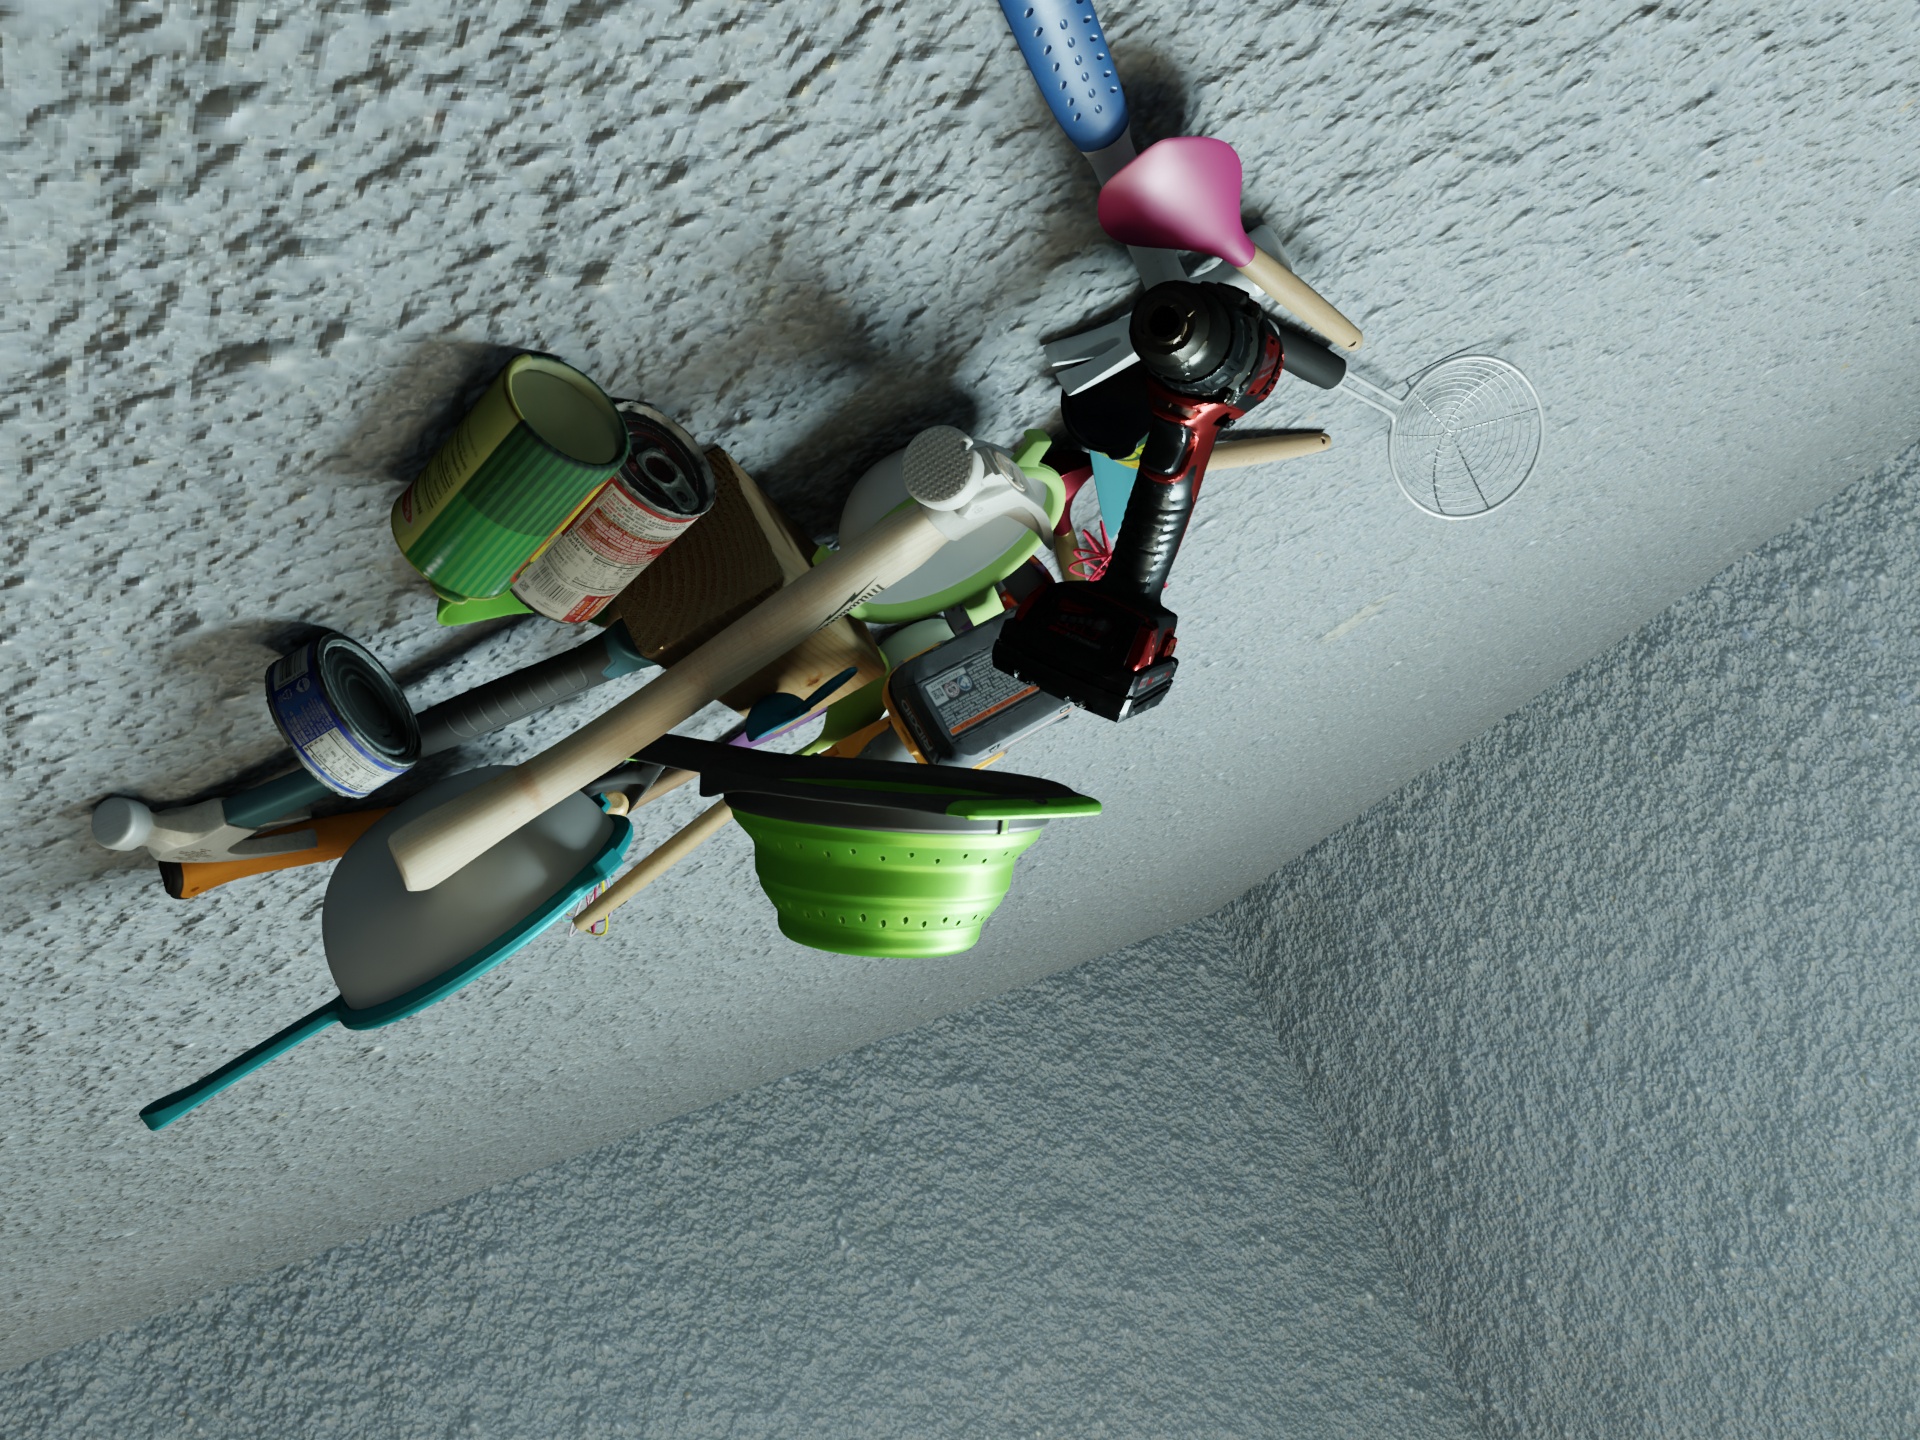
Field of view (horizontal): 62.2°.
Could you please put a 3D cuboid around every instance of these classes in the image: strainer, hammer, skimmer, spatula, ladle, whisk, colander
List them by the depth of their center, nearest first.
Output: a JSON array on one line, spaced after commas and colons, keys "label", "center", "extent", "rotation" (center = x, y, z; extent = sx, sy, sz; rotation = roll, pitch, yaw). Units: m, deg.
[{"label": "hammer", "center": [0.063, -0.262, 0.733], "extent": [0.144, 0.035, 0.405], "rotation": [-30, 163, 11]}, {"label": "hammer", "center": [-0.138, -0.018, 0.852], "extent": [0.410, 0.038, 0.146], "rotation": [-31, 164, 16]}, {"label": "colander", "center": [-0.098, 0.068, 0.927], "extent": [0.204, 0.094, 0.397], "rotation": [1, -176, -44]}, {"label": "hammer", "center": [-0.329, 0.013, 0.940], "extent": [0.331, 0.033, 0.128], "rotation": [-22, 165, 8]}, {"label": "strainer", "center": [-0.371, 0.125, 0.983], "extent": [0.340, 0.095, 0.211], "rotation": [-32, -165, -8]}, {"label": "strainer", "center": [-0.007, -0.114, 1.009], "extent": [0.151, 0.069, 0.256], "rotation": [-29, 162, 2]}, {"label": "hammer", "center": [-0.366, 0.067, 1.092], "extent": [0.336, 0.034, 0.127], "rotation": [-11, 159, -40]}, {"label": "spatula", "center": [0.179, -0.183, 1.114], "extent": [0.317, 0.082, 0.044], "rotation": [-17, -173, -43]}, {"label": "skimmer", "center": [0.312, -0.223, 1.122], "extent": [0.363, 0.090, 0.127], "rotation": [3, 114, -54]}, {"label": "ladle", "center": [0.078, -0.132, 1.160], "extent": [0.069, 0.031, 0.315], "rotation": [-25, 165, 2]}, {"label": "whisk", "center": [0.119, -0.105, 1.184], "extent": [0.073, 0.073, 0.296], "rotation": [-28, 177, 5]}, {"label": "ladle", "center": [-0.178, 0.052, 1.197], "extent": [0.320, 0.062, 0.078], "rotation": [-38, -179, 10]}, {"label": "whisk", "center": [-0.281, 0.115, 1.239], "extent": [0.051, 0.047, 0.245], "rotation": [-15, 159, -27]}, {"label": "spatula", "center": [-0.220, 0.042, 1.260], "extent": [0.316, 0.018, 0.059], "rotation": [-27, 165, 0]}]

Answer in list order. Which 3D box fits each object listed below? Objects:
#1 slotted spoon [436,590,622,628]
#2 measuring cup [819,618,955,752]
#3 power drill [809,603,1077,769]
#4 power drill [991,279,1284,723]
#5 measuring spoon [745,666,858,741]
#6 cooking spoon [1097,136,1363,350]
[{"label": "slotted spoon", "center": [-0.206, -0.060, 0.961], "extent": [0.070, 0.031, 0.313], "rotation": [-30, 165, 15]}, {"label": "measuring cup", "center": [-0.063, -0.027, 1.253], "extent": [0.167, 0.038, 0.083], "rotation": [-34, 162, 32]}, {"label": "power drill", "center": [-0.002, -0.003, 1.089], "extent": [0.185, 0.084, 0.226], "rotation": [-28, 176, -29]}, {"label": "power drill", "center": [0.096, -0.118, 0.825], "extent": [0.226, 0.080, 0.188], "rotation": [-69, 164, 13]}, {"label": "measuring spoon", "center": [-0.092, -0.017, 0.915], "extent": [0.042, 0.021, 0.128], "rotation": [-28, 179, -33]}, {"label": "cooking spoon", "center": [0.159, -0.240, 0.843], "extent": [0.068, 0.017, 0.318], "rotation": [-34, 161, 26]}]
